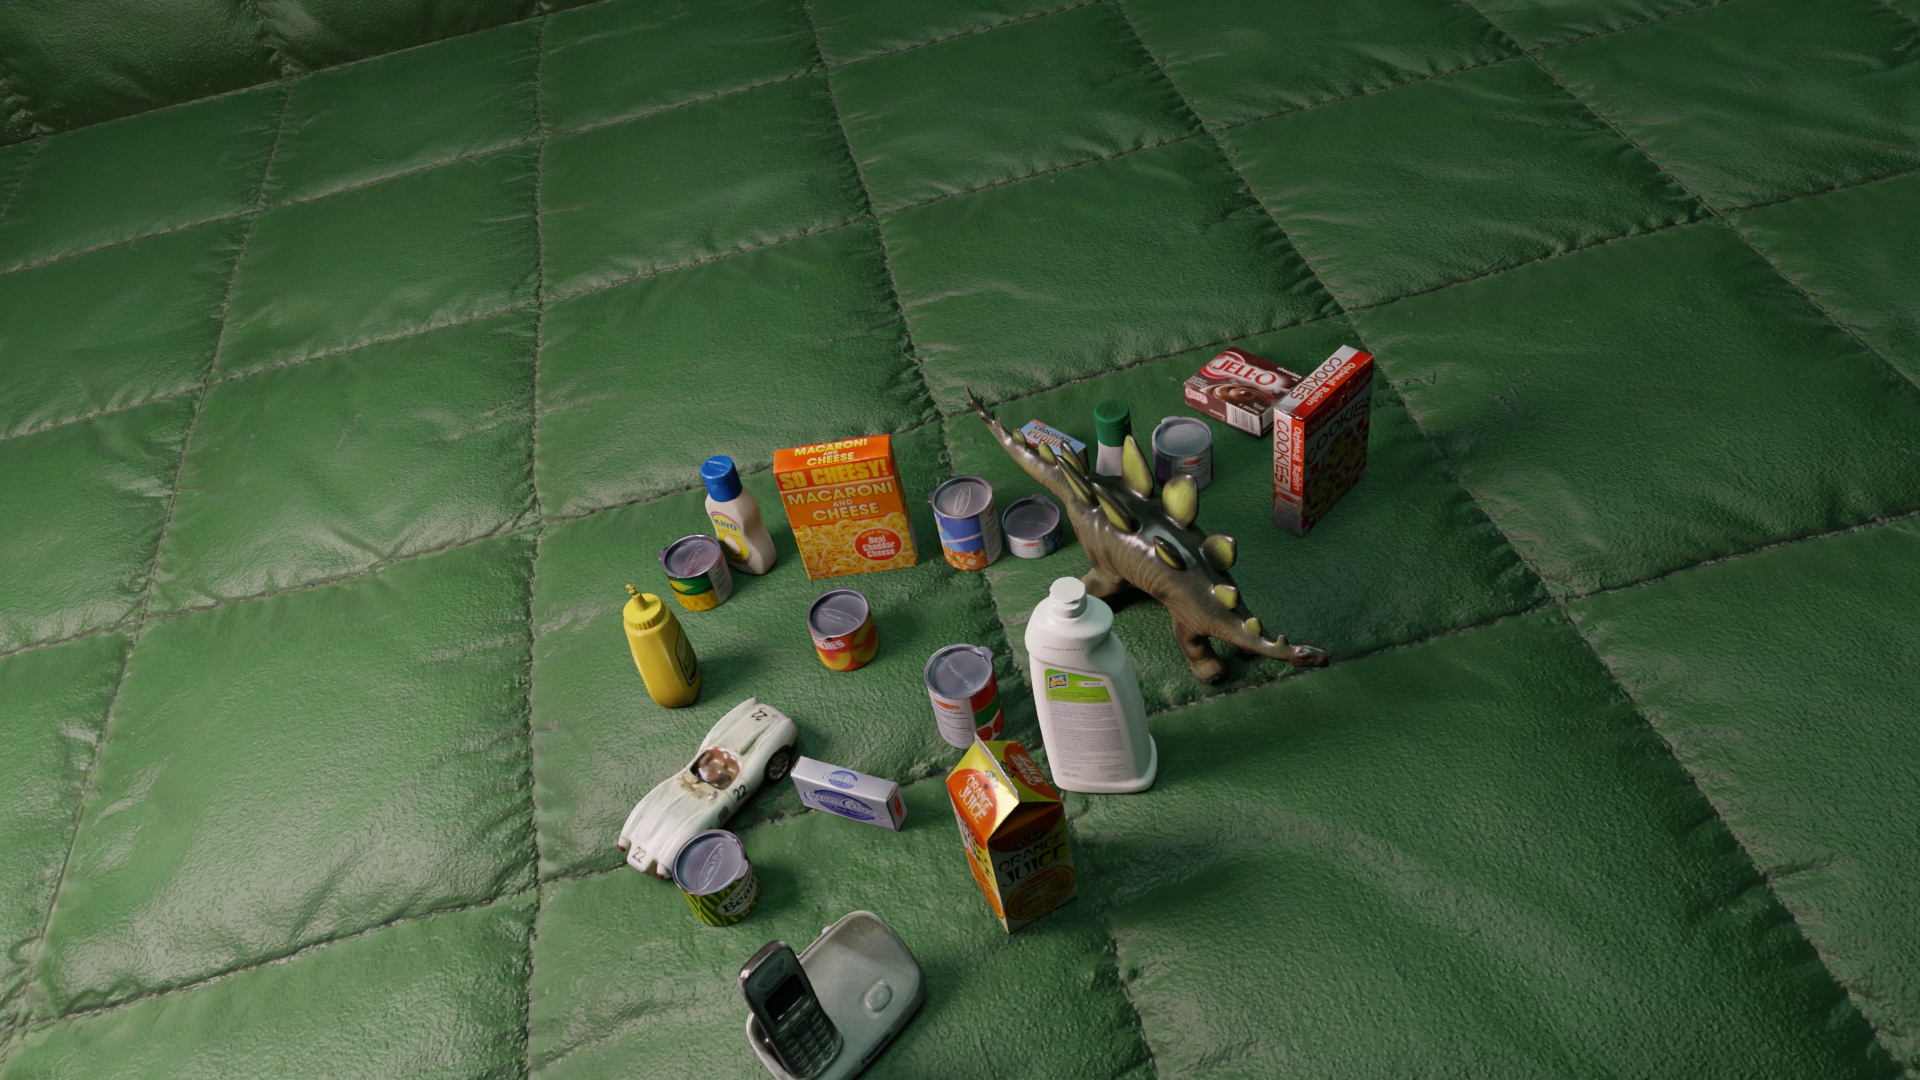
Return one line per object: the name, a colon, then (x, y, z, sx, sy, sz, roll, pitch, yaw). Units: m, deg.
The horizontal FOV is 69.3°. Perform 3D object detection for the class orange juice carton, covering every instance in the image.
orange juice carton: (0.043, 0.240, 1.161, 0.073, 0.191, 0.072, -26, 46, -13)

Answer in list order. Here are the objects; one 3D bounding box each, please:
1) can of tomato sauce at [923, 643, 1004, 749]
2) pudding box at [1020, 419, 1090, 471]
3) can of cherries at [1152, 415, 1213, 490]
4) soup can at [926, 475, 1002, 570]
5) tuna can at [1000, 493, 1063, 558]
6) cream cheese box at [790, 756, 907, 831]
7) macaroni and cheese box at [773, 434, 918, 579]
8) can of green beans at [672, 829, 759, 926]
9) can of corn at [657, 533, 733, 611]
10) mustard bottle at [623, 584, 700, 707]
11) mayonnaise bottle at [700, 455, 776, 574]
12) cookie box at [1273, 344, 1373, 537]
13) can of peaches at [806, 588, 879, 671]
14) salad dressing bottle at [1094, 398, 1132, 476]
can of tomato sauce: (0.006, 0.149, 1.335, 0.071, 0.082, 0.071, -6, 45, 6)
pudding box: (0.107, -0.099, 1.582, 0.084, 0.049, 0.030, 31, 59, 35)
can of cherries: (0.247, -0.096, 1.543, 0.071, 0.058, 0.072, -6, 45, 6)
soup can: (0.005, -0.019, 1.500, 0.071, 0.083, 0.072, -6, 45, 6)
tuna can: (0.079, -0.016, 1.518, 0.071, 0.032, 0.071, -6, 45, 6)
cream cheese box: (-0.104, 0.236, 1.294, 0.104, 0.053, 0.024, 11, 50, 22)
macaroni and cheese box: (-0.120, -0.034, 1.484, 0.124, 0.165, 0.040, -8, 45, 4)
can of green beans: (-0.219, 0.304, 1.248, 0.071, 0.057, 0.071, -6, 45, 6)
can of corn: (-0.291, 0.035, 1.528, 0.071, 0.058, 0.071, -6, 45, 6)
mustard bottle: (-0.304, 0.101, 1.394, 0.049, 0.159, 0.065, -8, 45, 4)
mayonnaise bottle: (-0.247, -0.028, 1.517, 0.065, 0.147, 0.041, 17, 52, 26)
cookie box: (0.377, -0.102, 1.445, 0.040, 0.166, 0.123, 31, 59, 34)
can of peaches: (-0.122, 0.094, 1.434, 0.071, 0.057, 0.071, -6, 45, 6)
salad dressing bottle: (0.168, -0.085, 1.487, 0.044, 0.147, 0.064, 18, 52, 27)
